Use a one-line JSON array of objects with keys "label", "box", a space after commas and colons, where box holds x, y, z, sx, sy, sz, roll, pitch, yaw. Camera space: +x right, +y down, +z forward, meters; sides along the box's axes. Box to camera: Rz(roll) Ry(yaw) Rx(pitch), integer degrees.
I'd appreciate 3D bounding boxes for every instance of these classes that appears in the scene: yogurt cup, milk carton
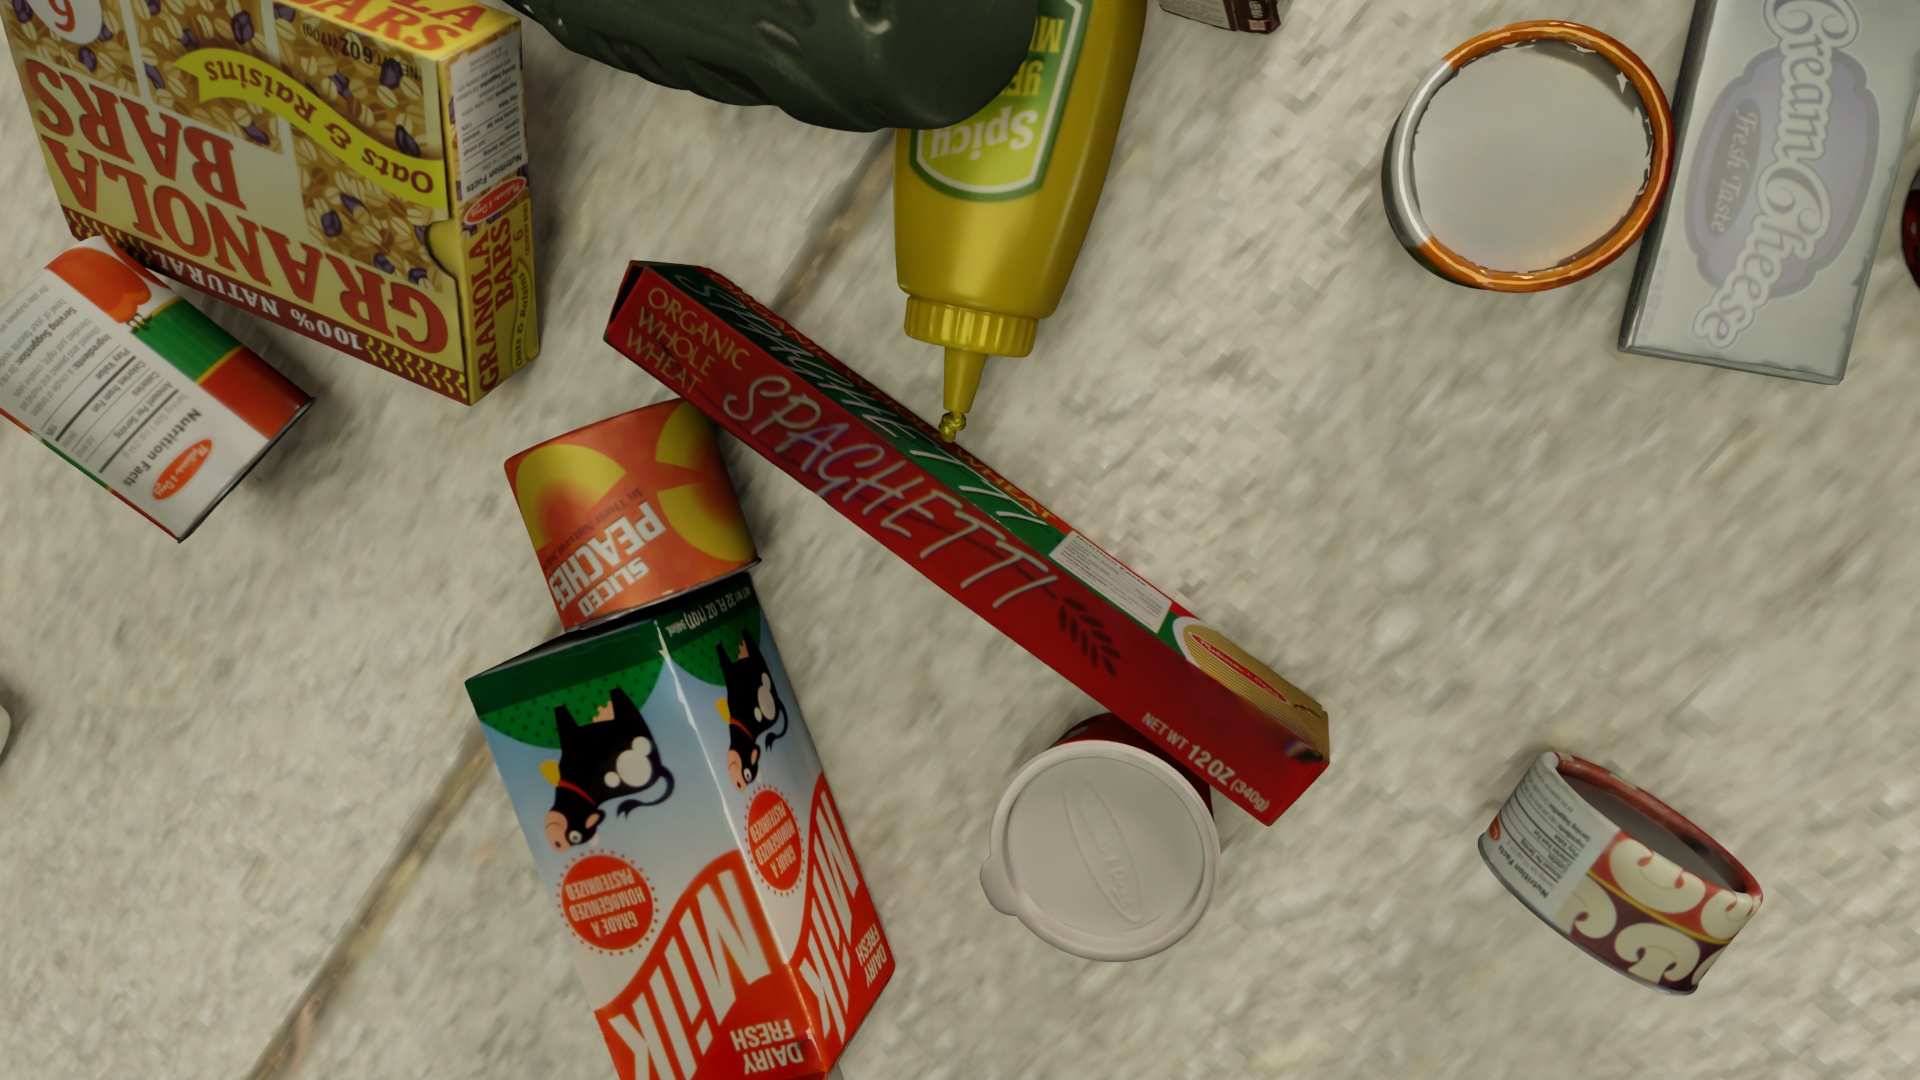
[{"label": "yogurt cup", "box": [0.047, 0.086, 0.427, 0.072, 0.054, 0.072, 3, 101, 14]}, {"label": "milk carton", "box": [-0.081, 0.115, 0.457, 0.073, 0.072, 0.190, -18, 95, 17]}]

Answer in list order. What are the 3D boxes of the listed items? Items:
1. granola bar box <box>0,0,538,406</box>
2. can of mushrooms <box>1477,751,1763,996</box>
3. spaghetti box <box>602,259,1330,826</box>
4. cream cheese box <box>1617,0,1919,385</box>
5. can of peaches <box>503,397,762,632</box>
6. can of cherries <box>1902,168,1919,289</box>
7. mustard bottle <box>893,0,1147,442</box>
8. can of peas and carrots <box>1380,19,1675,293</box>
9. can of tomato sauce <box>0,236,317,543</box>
[{"label": "granola bar box", "box": [-0.217, -0.127, 0.438, 0.166, 0.039, 0.123, 23, 134, 10]}, {"label": "can of mushrooms", "box": [0.184, 0.092, 0.386, 0.071, 0.071, 0.033, 30, 106, 8]}, {"label": "spaghetti box", "box": [0.002, -0.005, 0.424, 0.250, 0.050, 0.028, 36, 106, 6]}, {"label": "cream cheese box", "box": [0.213, -0.096, 0.365, 0.053, 0.024, 0.103, 11, 103, 12]}, {"label": "can of peaches", "box": [-0.105, -0.009, 0.441, 0.071, 0.071, 0.058, -18, 95, 17]}, {"label": "can of cherries", "box": [0.275, -0.076, 0.334, 0.071, 0.058, 0.071, 2, 100, 14]}, {"label": "mustard bottle", "box": [0.011, -0.105, 0.403, 0.065, 0.049, 0.159, 14, 103, 17]}, {"label": "can of peas and carrots", "box": [0.148, -0.098, 0.363, 0.071, 0.059, 0.070, 3, 102, 14]}, {"label": "can of tomato sauce", "box": [-0.275, -0.051, 0.468, 0.071, 0.071, 0.083, -40, 112, 18]}]
